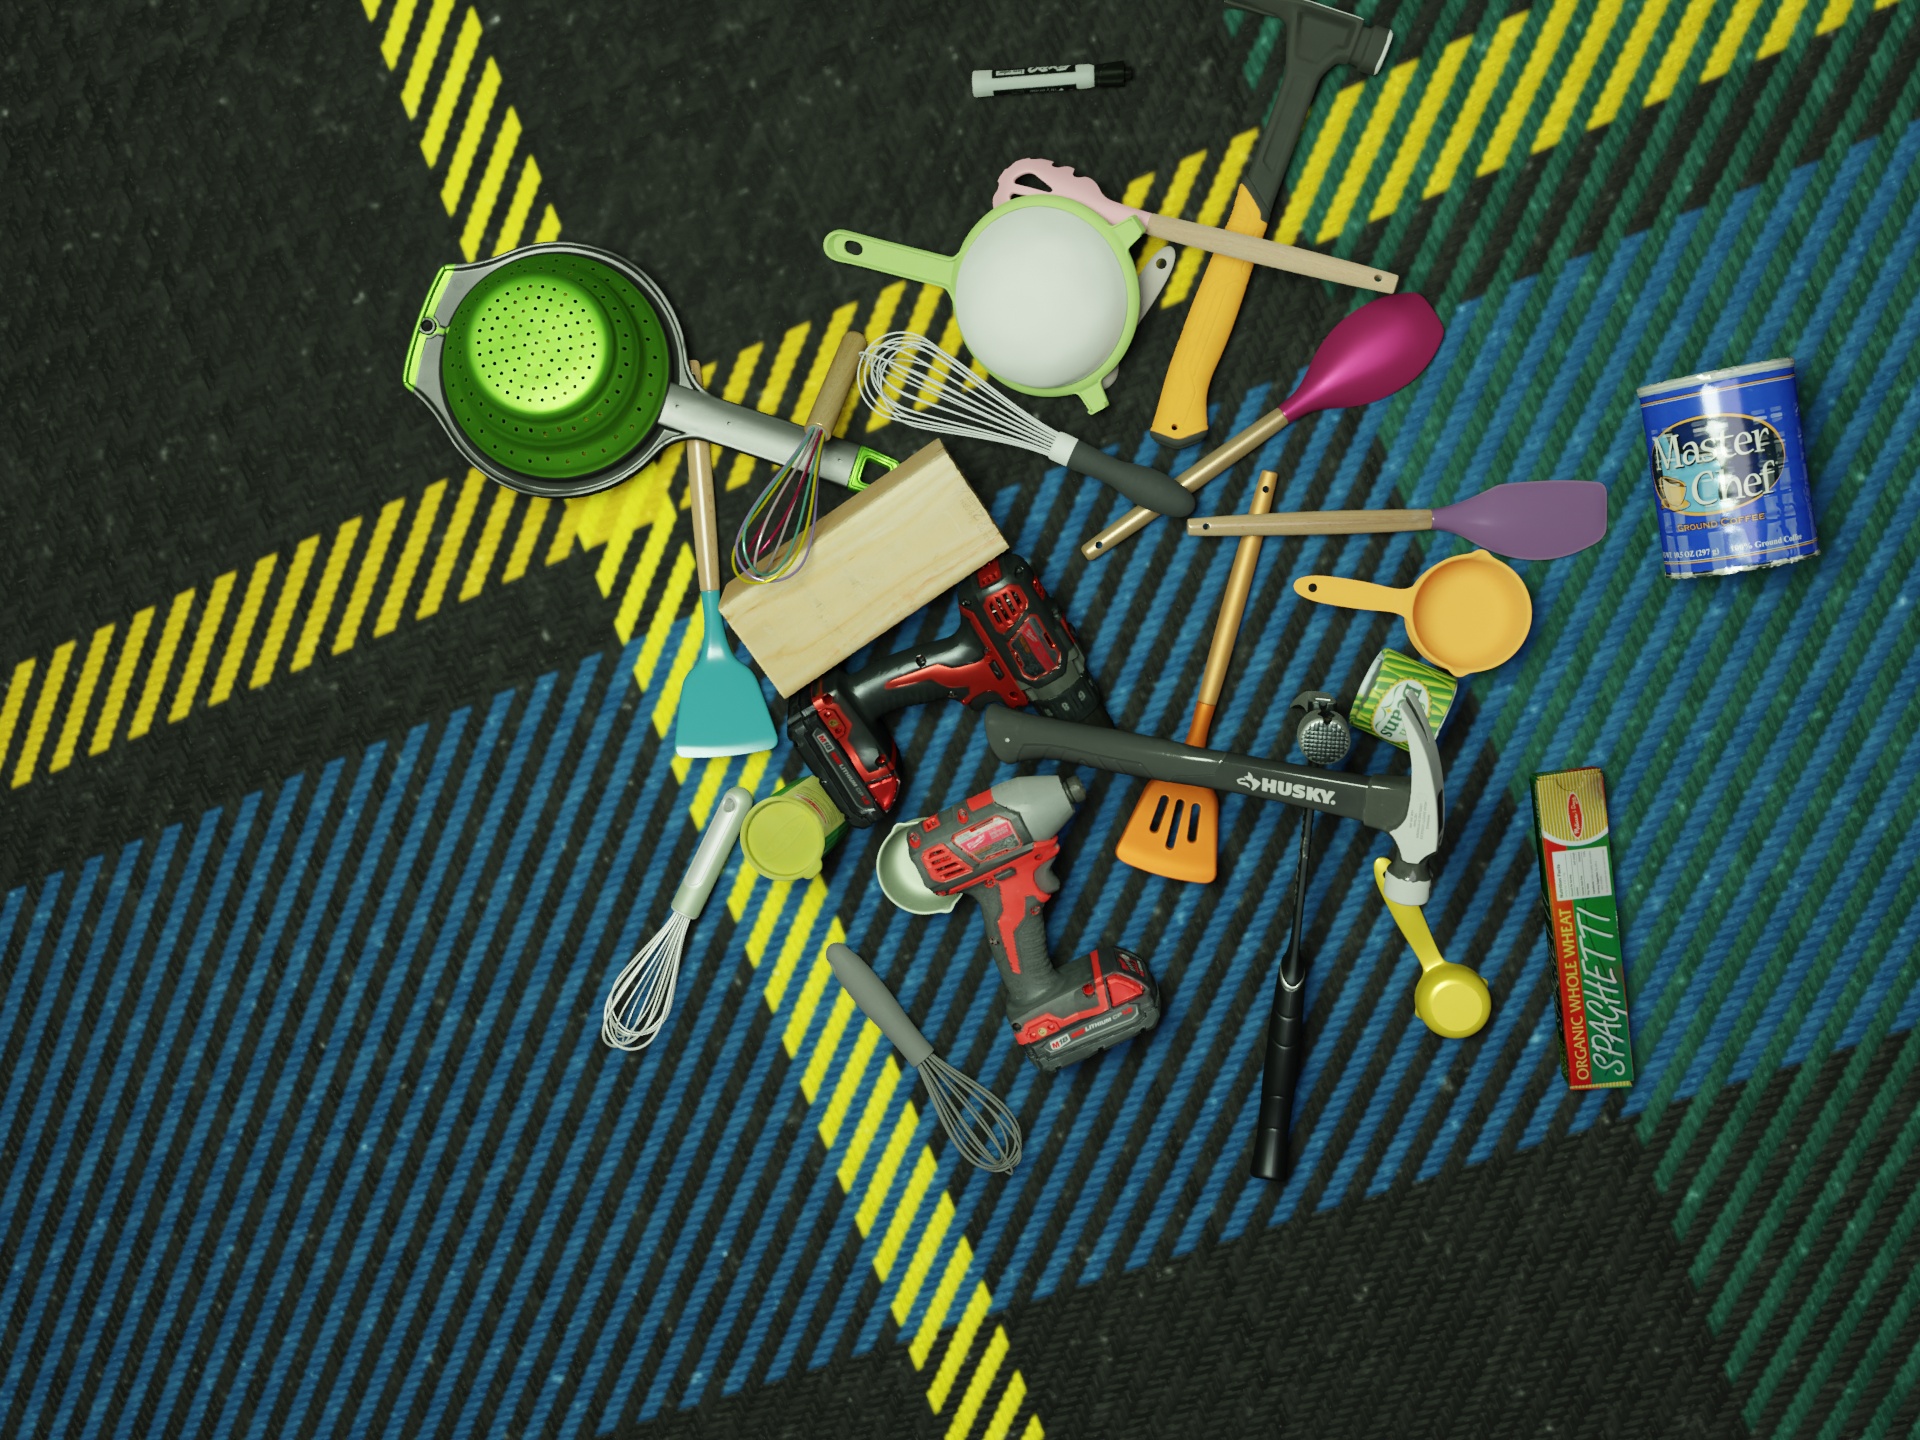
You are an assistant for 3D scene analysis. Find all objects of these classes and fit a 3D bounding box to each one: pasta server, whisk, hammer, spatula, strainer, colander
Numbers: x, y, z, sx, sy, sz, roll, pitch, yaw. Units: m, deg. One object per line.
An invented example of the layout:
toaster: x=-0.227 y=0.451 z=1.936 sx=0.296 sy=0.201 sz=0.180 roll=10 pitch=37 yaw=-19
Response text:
pasta server: x=0.167 y=-0.360 z=1.177 sx=0.316 sy=0.040 sz=0.060 roll=19 pitch=102 yaw=14
whisk: x=-0.119 y=-0.202 z=1.199 sx=0.047 sy=0.245 sz=0.051 roll=-13 pitch=139 yaw=43
hammer: x=0.172 y=0.028 z=1.126 sx=0.335 sy=0.035 sz=0.146 roll=11 pitch=116 yaw=24
spatula: x=0.199 y=-0.036 z=1.237 sx=0.081 sy=0.041 sz=0.322 roll=15 pitch=98 yaw=6
whisk: x=-0.233 y=0.165 z=1.320 sx=0.058 sy=0.059 sz=0.246 roll=30 pitch=97 yaw=31
hammer: x=0.256 y=0.173 z=1.227 sx=0.036 sy=0.149 sz=0.408 roll=5 pitch=107 yaw=8
whisk: x=-0.032 y=0.276 z=1.305 sx=0.055 sy=0.055 sz=0.239 roll=-41 pitch=86 yaw=10
strainer: x=0.005 y=-0.326 z=1.197 sx=0.256 sy=0.069 sz=0.151 roll=18 pitch=120 yaw=14
hammer: x=0.206 y=-0.371 z=1.199 sx=0.127 sy=0.034 sz=0.337 roll=19 pitch=99 yaw=4
colander: x=-0.237 y=-0.252 z=1.220 sx=0.397 sy=0.094 sz=0.204 roll=18 pitch=89 yaw=-3
whisk: x=0.050 y=-0.222 z=1.222 sx=0.284 sy=0.070 sz=0.070 roll=26 pitch=100 yaw=3
spatula: x=-0.202 y=-0.131 z=1.279 sx=0.082 sy=0.044 sz=0.317 roll=-5 pitch=95 yaw=-7
spatula: x=0.331 y=-0.149 z=1.207 sx=0.316 sy=0.018 sz=0.060 roll=-1 pitch=97 yaw=2

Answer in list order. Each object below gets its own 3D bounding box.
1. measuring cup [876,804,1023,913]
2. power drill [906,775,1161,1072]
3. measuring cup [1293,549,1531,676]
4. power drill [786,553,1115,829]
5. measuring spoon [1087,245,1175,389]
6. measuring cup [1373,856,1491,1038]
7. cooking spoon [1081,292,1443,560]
measuring cup: x=0.010 y=0.093 z=1.281 sx=0.167 sy=0.038 sz=0.083 roll=-31 pitch=92 yaw=8
power drill: x=0.066 y=0.149 z=1.237 sx=0.143 sy=0.078 sz=0.219 roll=-26 pitch=103 yaw=7
measuring cup: x=0.339 y=-0.088 z=1.205 sx=0.173 sy=0.052 sz=0.095 roll=10 pitch=93 yaw=9
power drill: x=-0.002 y=-0.004 z=1.241 sx=0.226 sy=0.080 sz=0.187 roll=-29 pitch=114 yaw=10
measuring spoon: x=0.129 y=-0.311 z=1.224 sx=0.034 sy=0.018 sz=0.124 roll=33 pitch=100 yaw=3
measuring cup: x=0.364 y=0.178 z=1.245 sx=0.062 sy=0.029 sz=0.156 roll=-28 pitch=94 yaw=10
cooking spoon: x=0.227 y=-0.219 z=1.222 sx=0.319 sy=0.017 sz=0.069 roll=-35 pitch=90 yaw=10
